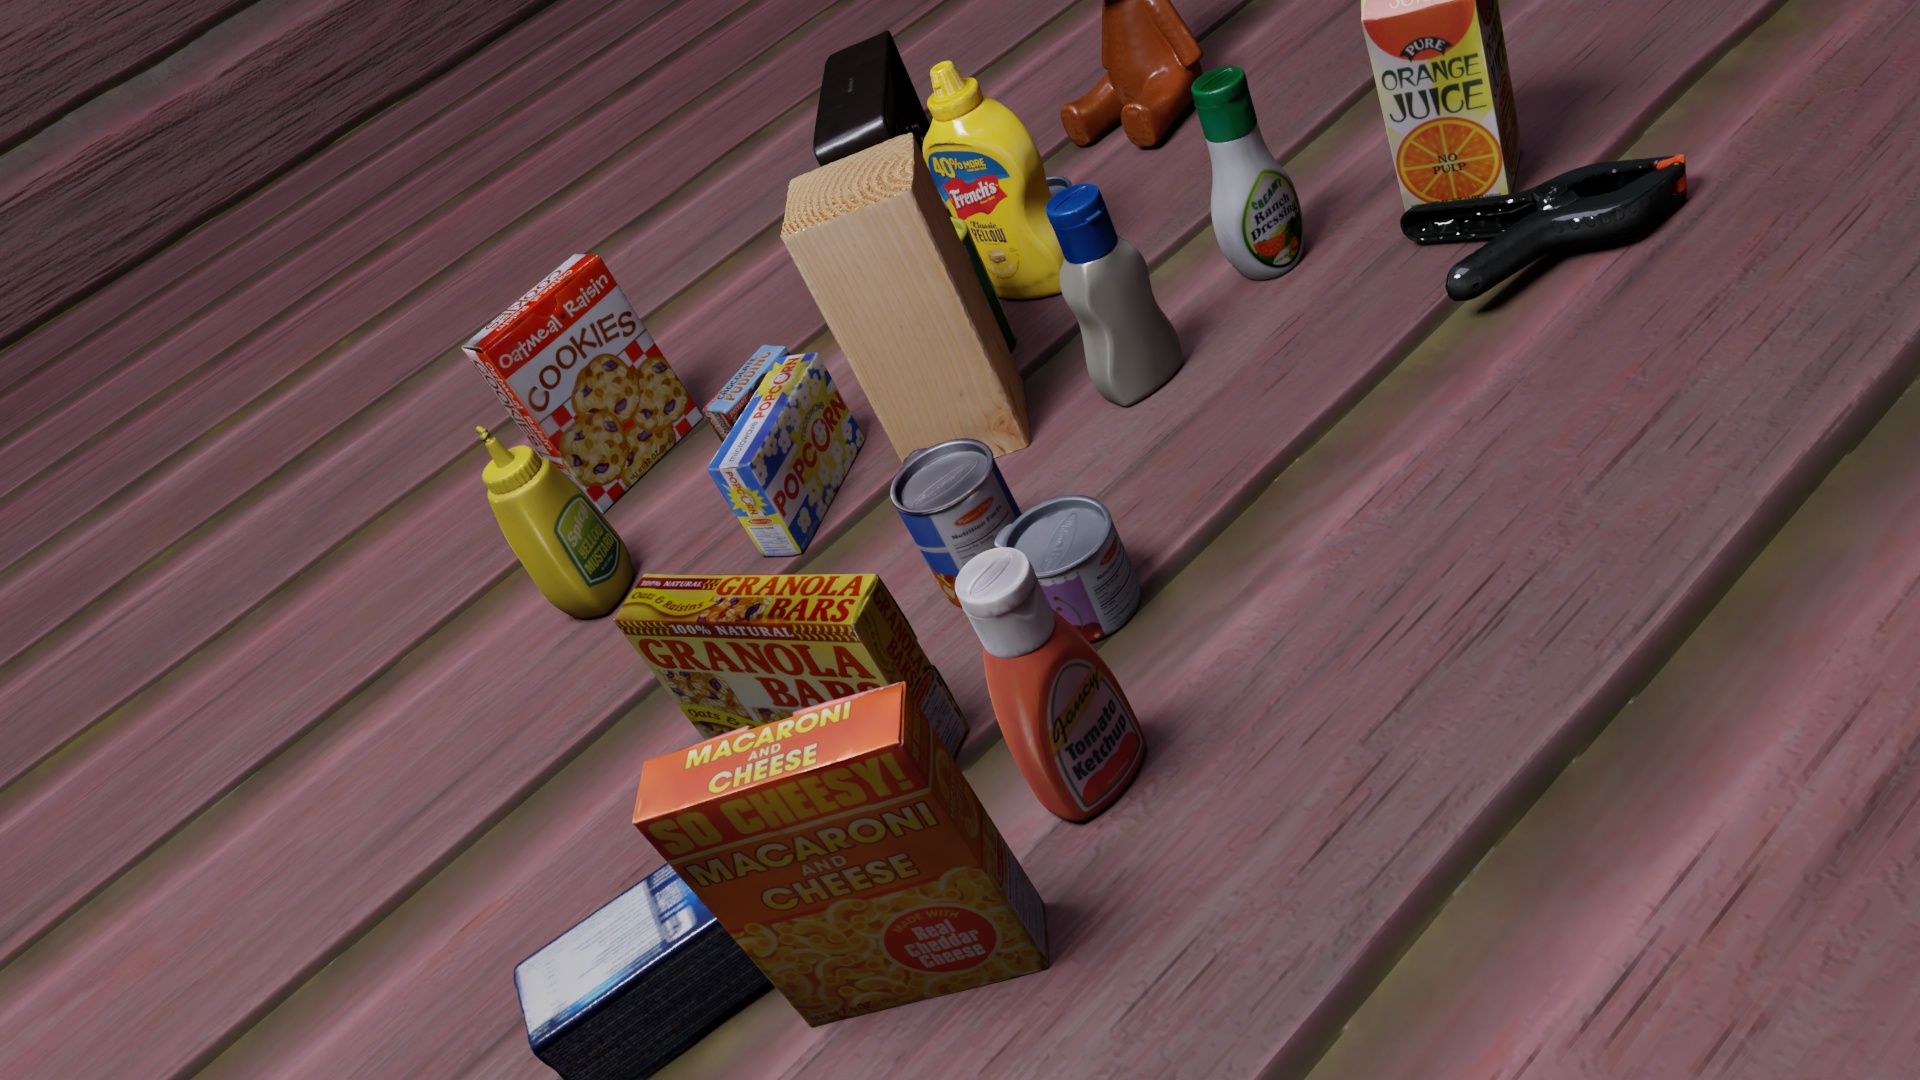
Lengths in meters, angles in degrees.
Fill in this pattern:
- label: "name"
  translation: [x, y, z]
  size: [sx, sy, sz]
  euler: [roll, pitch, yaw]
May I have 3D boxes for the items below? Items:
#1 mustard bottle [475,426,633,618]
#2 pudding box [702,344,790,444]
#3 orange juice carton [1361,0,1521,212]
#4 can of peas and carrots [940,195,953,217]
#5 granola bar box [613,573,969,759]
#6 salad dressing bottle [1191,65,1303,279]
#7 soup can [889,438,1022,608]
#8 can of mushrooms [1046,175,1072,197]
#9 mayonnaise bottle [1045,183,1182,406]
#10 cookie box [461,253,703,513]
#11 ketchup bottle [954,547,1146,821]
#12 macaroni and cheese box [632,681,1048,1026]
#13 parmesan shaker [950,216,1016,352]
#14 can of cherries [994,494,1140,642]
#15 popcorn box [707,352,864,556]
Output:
- label: "mustard bottle"
  translation: [-0.291, -0.017, 0.973]
  size: [0.049, 0.159, 0.066]
  euler: [-6, 41, 27]
- label: "pudding box"
  translation: [-0.161, -0.111, 1.100]
  size: [0.030, 0.049, 0.084]
  euler: [8, 49, 39]
- label: "orange juice carton"
  translation: [0.320, -0.321, 0.927]
  size: [0.072, 0.192, 0.073]
  euler: [-2, 43, 31]
- label: "can of peas and carrots"
  translation: [-0.028, -0.256, 1.184]
  size: [0.071, 0.058, 0.071]
  euler: [-18, 37, 14]
- label: "granola bar box"
  translation: [-0.093, 0.073, 0.767]
  size: [0.165, 0.123, 0.039]
  euler: [-1, 44, 32]
- label: "salad dressing bottle"
  translation: [0.197, -0.252, 0.960]
  size: [0.064, 0.147, 0.044]
  euler: [-38, 37, -14]
- label: "soup can"
  translation: [0.003, -0.011, 0.842]
  size: [0.071, 0.083, 0.072]
  euler: [-18, 37, 14]
- label: "can of mushrooms"
  translation: [0.065, -0.274, 1.169]
  size: [0.071, 0.033, 0.071]
  euler: [-17, 37, 14]
- label: "mayonnaise bottle"
  translation: [0.098, -0.162, 0.912]
  size: [0.065, 0.147, 0.041]
  euler: [-39, 37, -14]
- label: "cookie box"
  translation: [-0.294, -0.124, 1.101]
  size: [0.040, 0.166, 0.123]
  euler: [13, 52, 42]
- label: "ketchup bottle"
  translation: [0.041, 0.068, 0.667]
  size: [0.043, 0.148, 0.065]
  euler: [19, 56, 46]
- label: "macaroni and cheese box"
  translation: [-0.048, 0.144, 0.615]
  size: [0.123, 0.165, 0.040]
  euler: [-18, 37, 13]
- label: "parmesan shaker"
  translation: [-0.005, -0.179, 1.038]
  size: [0.071, 0.102, 0.072]
  euler: [-18, 37, 14]
- label: "can of cherries"
  translation: [0.061, 0.017, 0.793]
  size: [0.071, 0.058, 0.072]
  euler: [-18, 37, 14]
- label: "popcorn box"
  translation: [-0.121, -0.062, 0.983]
  size: [0.038, 0.085, 0.127]
  euler: [-5, 42, 29]
